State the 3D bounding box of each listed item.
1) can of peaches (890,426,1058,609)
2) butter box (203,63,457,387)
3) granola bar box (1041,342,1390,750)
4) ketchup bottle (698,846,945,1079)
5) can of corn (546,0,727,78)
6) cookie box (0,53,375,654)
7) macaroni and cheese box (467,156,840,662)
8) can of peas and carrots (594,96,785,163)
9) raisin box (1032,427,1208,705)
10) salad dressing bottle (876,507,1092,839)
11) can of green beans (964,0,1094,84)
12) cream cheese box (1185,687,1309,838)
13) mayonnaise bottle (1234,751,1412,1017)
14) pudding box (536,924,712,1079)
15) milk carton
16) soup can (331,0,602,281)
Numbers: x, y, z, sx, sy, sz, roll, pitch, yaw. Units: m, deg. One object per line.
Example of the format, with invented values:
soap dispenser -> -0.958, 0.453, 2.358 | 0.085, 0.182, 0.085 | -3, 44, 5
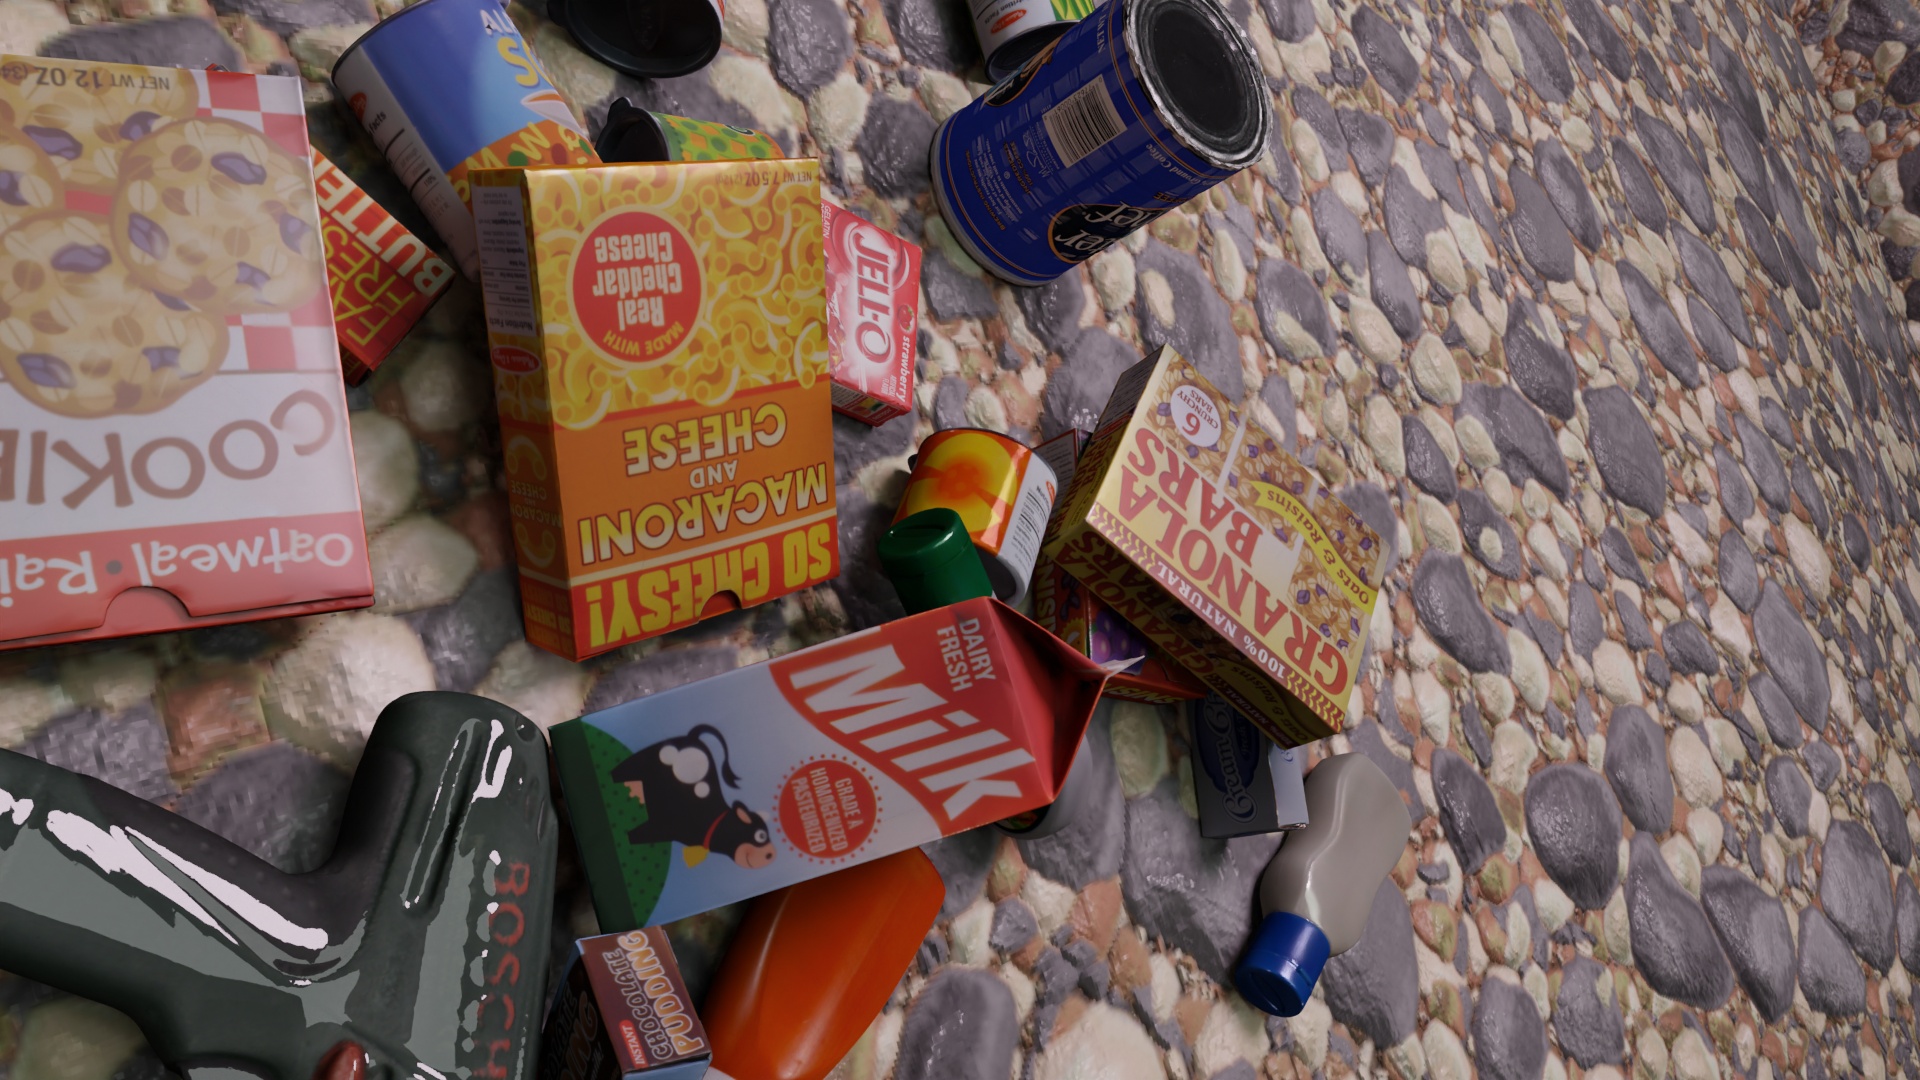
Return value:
can of peaches -> 0.002, -0.008, 0.615 | 0.071, 0.071, 0.058 | 36, 54, -27
butter box -> -0.229, -0.106, 0.472 | 0.103, 0.024, 0.053 | 43, 52, -21
granola bar box -> 0.128, 0.003, 0.673 | 0.165, 0.039, 0.125 | 39, 52, -16
ketchup bottle -> -0.063, 0.168, 0.505 | 0.064, 0.043, 0.149 | 49, 49, -17
can of corn -> -0.132, -0.239, 0.582 | 0.071, 0.071, 0.058 | 21, 61, -35
cookie box -> -0.249, -0.054, 0.404 | 0.123, 0.040, 0.167 | -7, 86, -35
macaroni and cheese box -> -0.105, -0.053, 0.507 | 0.124, 0.040, 0.166 | -18, 112, -44
can of peas and carrots -> -0.110, -0.139, 0.562 | 0.059, 0.070, 0.071 | -4, 77, -43
raisin box -> 0.079, 0.015, 0.691 | 0.086, 0.040, 0.124 | 15, 65, -38
salad dressing bottle -> 0.009, 0.057, 0.580 | 0.044, 0.064, 0.147 | -48, 124, -42
can of green beans -> 0.037, -0.287, 0.748 | 0.071, 0.071, 0.058 | -8, 80, -43
cream cheese box -> 0.143, 0.097, 0.707 | 0.024, 0.053, 0.104 | 7, 70, -36
mayonnaise bottle -> 0.189, 0.180, 0.727 | 0.064, 0.041, 0.149 | 53, 49, -11
pudding box -> -0.108, 0.166, 0.429 | 0.030, 0.083, 0.050 | 2, 37, -36
milk carton -> -0.032, 0.069, 0.477 | 0.191, 0.072, 0.073 | -17, 85, -3
soup can -> -0.173, -0.148, 0.508 | 0.072, 0.071, 0.083 | -42, 104, -42
